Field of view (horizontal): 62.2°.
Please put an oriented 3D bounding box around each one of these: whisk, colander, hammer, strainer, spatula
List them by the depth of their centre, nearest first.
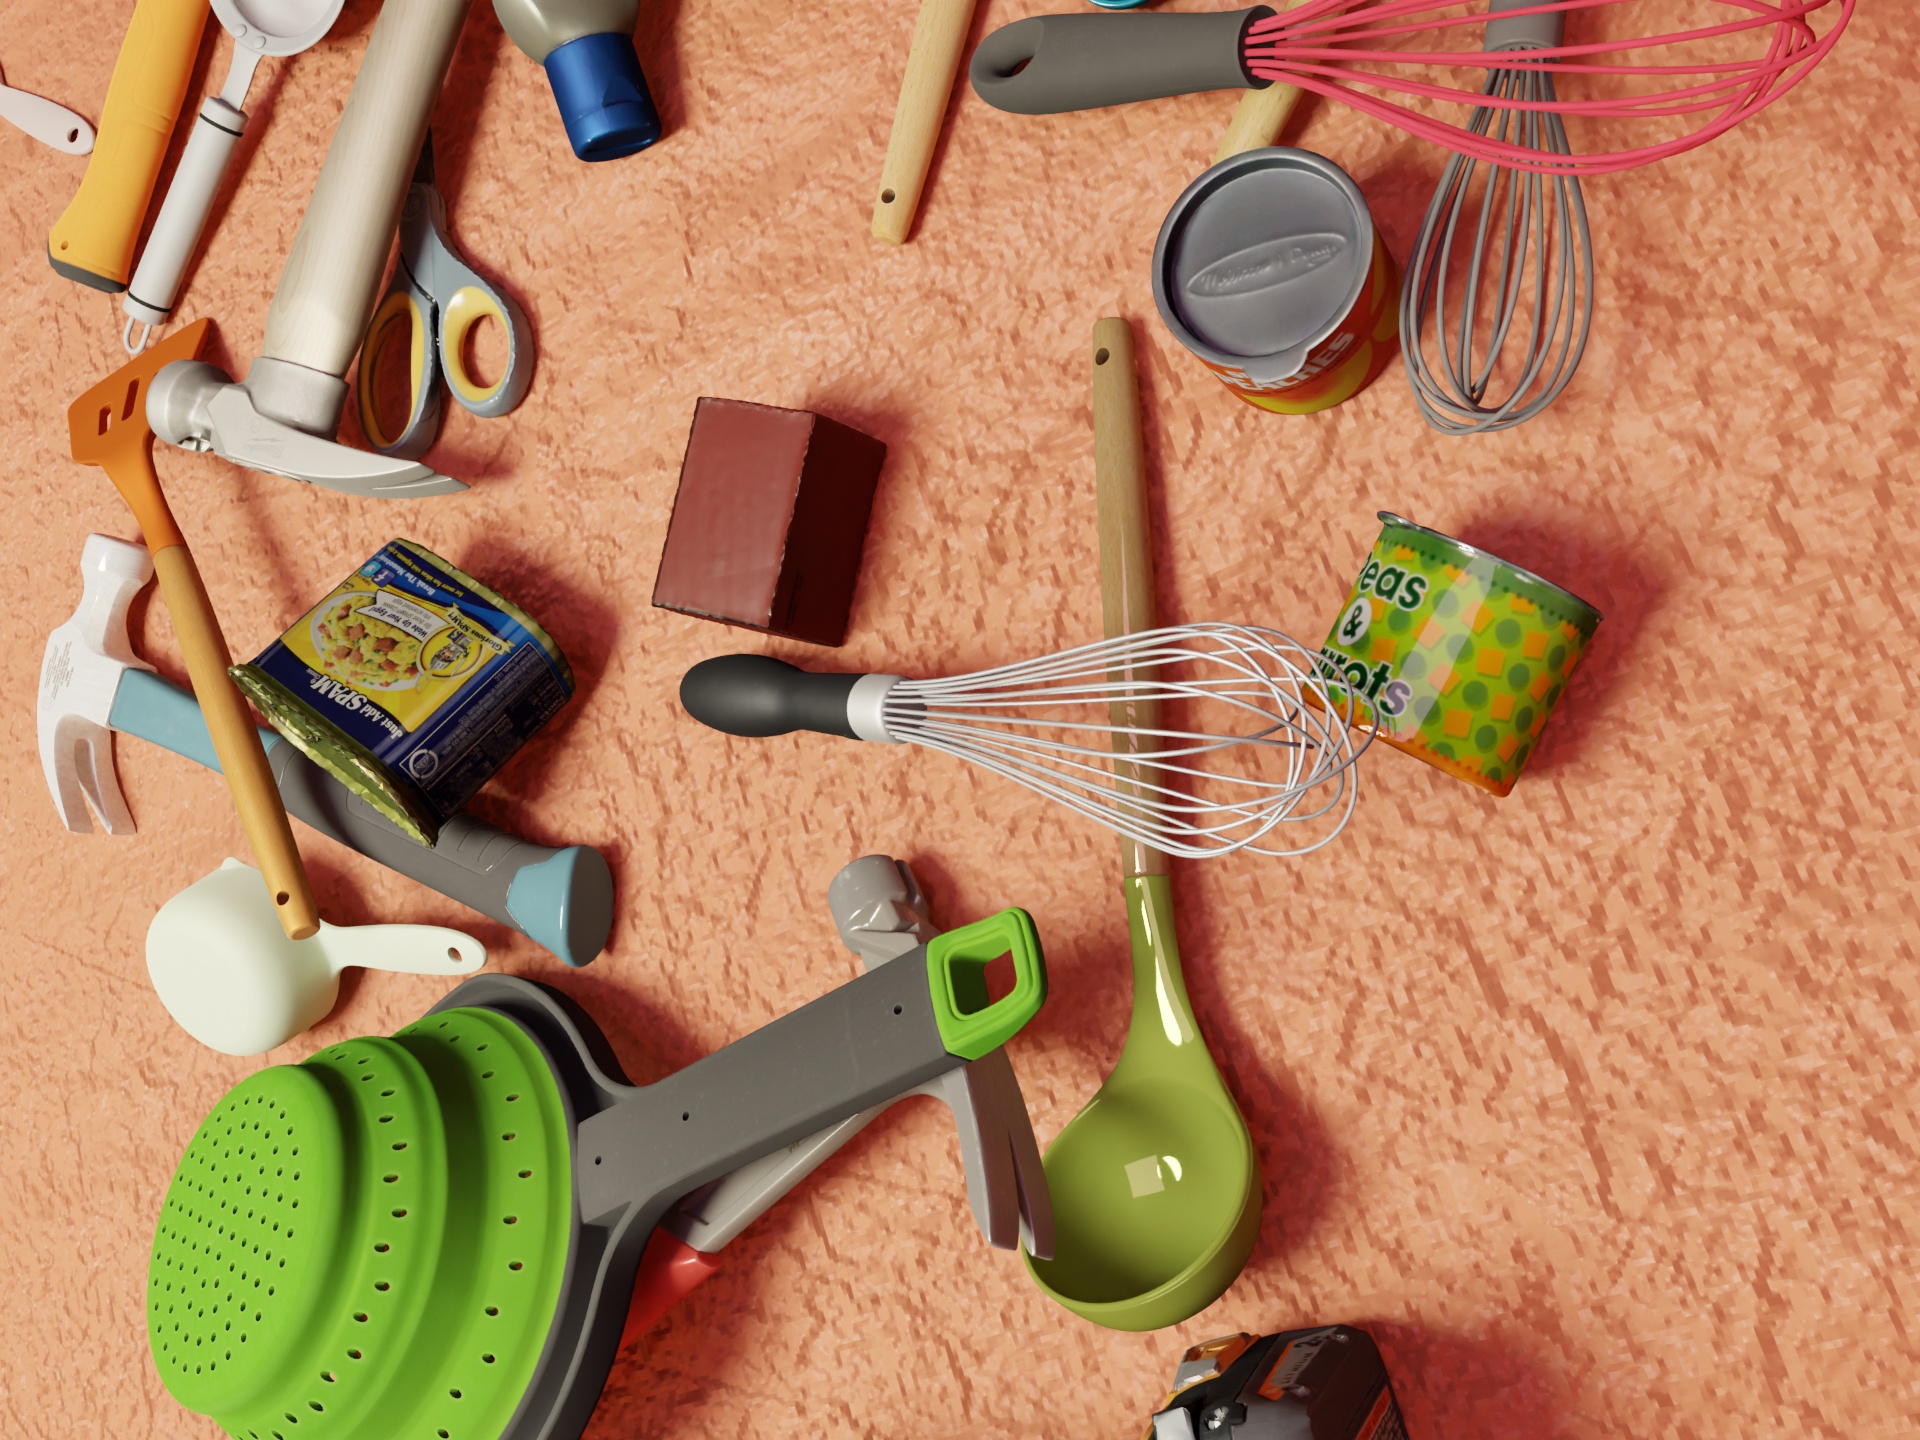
[{"bbox_3d":[0.102,-0.195,0.460,0.296,0.073,0.073,21,95,46],"label":"whisk"},{"bbox_3d":[0.168,-0.199,0.470,0.055,0.055,0.239,6,83,26],"label":"whisk"},{"bbox_3d":[-0.002,-0.001,0.495,0.285,0.070,0.070,5,87,44],"label":"whisk"},{"bbox_3d":[-0.150,0.144,0.514,0.397,0.094,0.205,-31,53,28],"label":"colander"},{"bbox_3d":[-0.119,0.209,0.553,0.359,0.036,0.149,-44,44,19],"label":"hammer"},{"bbox_3d":[-0.211,-0.294,0.653,0.146,0.038,0.410,16,88,21],"label":"hammer"},{"bbox_3d":[-0.276,0.023,0.668,0.331,0.033,0.128,20,93,26],"label":"hammer"},{"bbox_3d":[-0.319,-0.047,0.670,0.081,0.041,0.323,-31,68,4],"label":"spatula"},{"bbox_3d":[-0.330,-0.282,0.720,0.087,0.050,0.258,35,106,13],"label":"strainer"},{"bbox_3d":[-0.352,-0.362,0.742,0.127,0.034,0.337,23,95,27],"label":"hammer"}]

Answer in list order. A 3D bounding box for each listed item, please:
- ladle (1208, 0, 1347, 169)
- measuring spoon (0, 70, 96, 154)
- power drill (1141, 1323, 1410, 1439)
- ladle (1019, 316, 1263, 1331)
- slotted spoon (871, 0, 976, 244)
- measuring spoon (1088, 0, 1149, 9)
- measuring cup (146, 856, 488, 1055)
[{"bbox_3d":[0.142,-0.282,0.487,0.069,0.031,0.315,38,107,38],"label":"ladle"},{"bbox_3d":[-0.480,-0.312,0.807,0.124,0.018,0.034,28,97,24],"label":"measuring spoon"},{"bbox_3d":[0.002,0.239,0.432,0.226,0.185,0.084,-21,75,19],"label":"power drill"},{"bbox_3d":[0.050,0.022,0.500,0.078,0.062,0.320,-11,77,39],"label":"ladle"},{"bbox_3d":[0.012,-0.326,0.568,0.070,0.031,0.314,16,94,27],"label":"slotted spoon"},{"bbox_3d":[0.098,-0.257,0.529,0.128,0.021,0.042,6,95,17],"label":"measuring spoon"},{"bbox_3d":[-0.257,0.098,0.626,0.167,0.038,0.083,-4,110,30],"label":"measuring cup"}]
